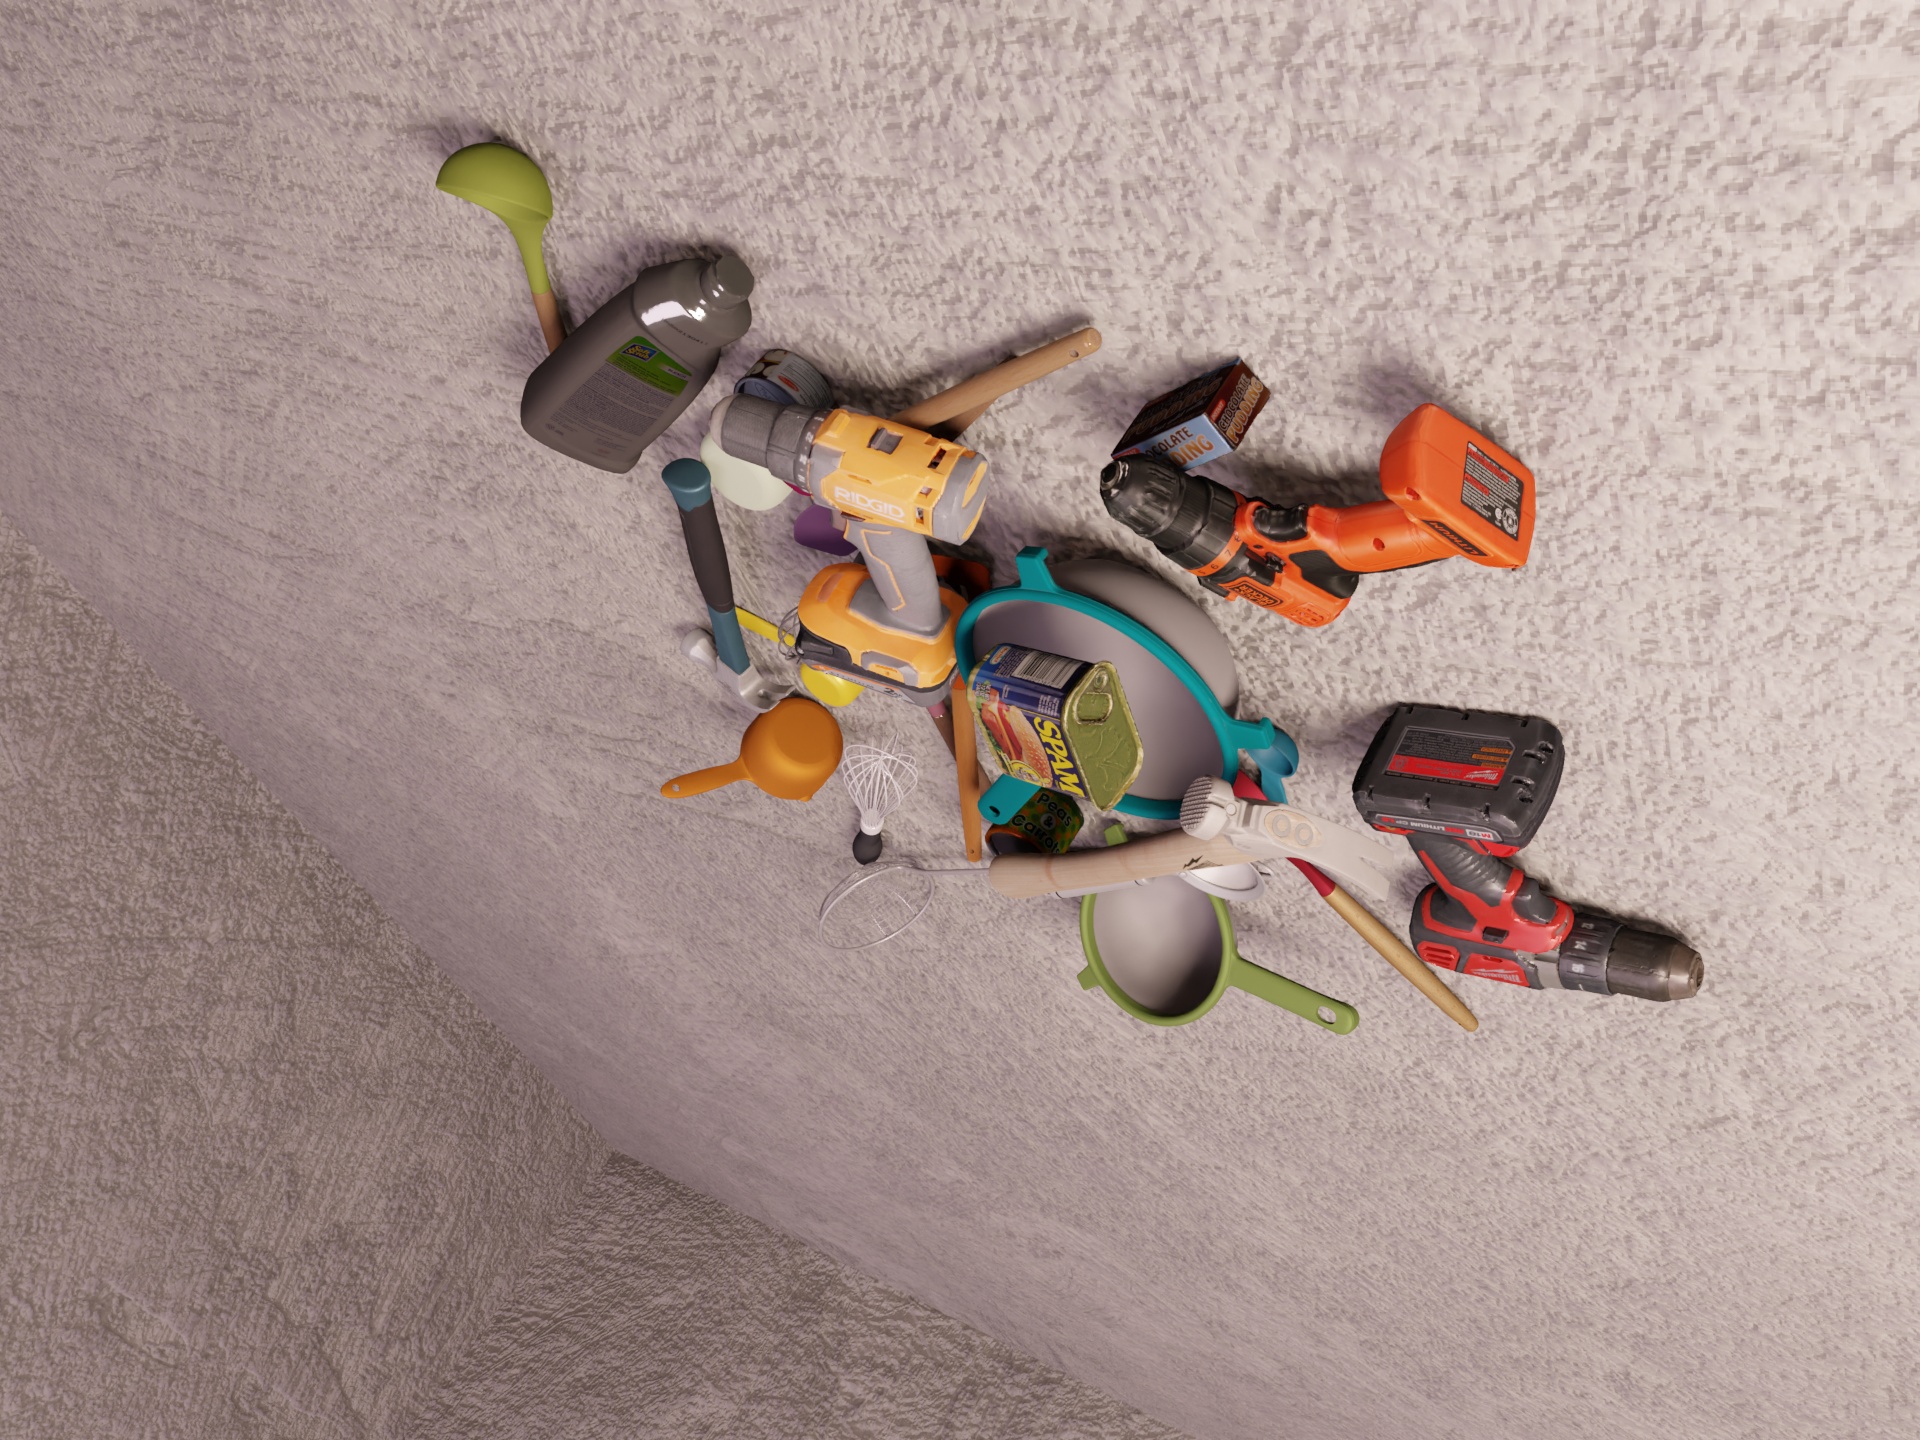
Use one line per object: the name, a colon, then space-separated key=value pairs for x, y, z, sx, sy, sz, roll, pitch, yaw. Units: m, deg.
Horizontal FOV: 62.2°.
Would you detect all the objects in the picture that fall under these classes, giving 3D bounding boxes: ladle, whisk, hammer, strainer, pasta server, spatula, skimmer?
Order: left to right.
ladle: x=-0.311 y=-0.293 z=1.180 sx=0.078 sy=0.062 sz=0.319 roll=16 pitch=150 yaw=11
hammer: x=-0.202 y=-0.107 z=1.309 sx=0.128 sy=0.033 sz=0.330 roll=39 pitch=159 yaw=18
whisk: x=-0.090 y=-0.100 z=1.242 sx=0.055 sy=0.055 sz=0.239 roll=39 pitch=146 yaw=-6
whisk: x=-0.080 y=0.084 z=1.493 sx=0.070 sy=0.070 sz=0.284 roll=32 pitch=157 yaw=8
spatula: x=-0.041 y=-0.174 z=1.095 sx=0.059 sy=0.018 sz=0.316 roll=15 pitch=158 yaw=-24
pasta server: x=-0.008 y=0.016 z=1.328 sx=0.060 sy=0.040 sz=0.315 roll=-15 pitch=132 yaw=16
spatula: x=-0.002 y=-0.004 z=1.247 sx=0.081 sy=0.041 sz=0.322 roll=10 pitch=130 yaw=18
skimmer: x=0.002 y=0.173 z=1.497 sx=0.127 sy=0.090 sz=0.363 roll=5 pitch=170 yaw=-41
strainer: x=0.090 y=-0.013 z=1.121 sx=0.211 sy=0.095 sz=0.340 roll=37 pitch=153 yaw=0
hammer: x=0.133 y=0.104 z=1.144 sx=0.146 sy=0.038 sz=0.410 roll=21 pitch=163 yaw=-18
strainer: x=0.151 y=0.117 z=1.251 sx=0.086 sy=0.050 sz=0.258 roll=45 pitch=144 yaw=-23
strainer: x=0.214 y=0.186 z=1.277 sx=0.256 sy=0.069 sz=0.151 roll=21 pitch=110 yaw=37
ladle: x=0.291 y=0.140 z=1.192 sx=0.315 sy=0.031 sz=0.069 roll=42 pitch=172 yaw=-20

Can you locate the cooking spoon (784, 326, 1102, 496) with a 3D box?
cooking spoon: x=-0.027 y=-0.193 z=1.013 sx=0.068 sy=0.017 sz=0.319 roll=42 pitch=148 yaw=-27

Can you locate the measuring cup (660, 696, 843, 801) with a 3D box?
measuring cup: x=-0.183 y=0.033 z=1.414 sx=0.052 sy=0.173 sz=0.095 roll=-43 pitch=69 yaw=52

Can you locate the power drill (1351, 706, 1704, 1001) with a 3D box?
power drill: x=0.362 y=0.099 z=1.016 sx=0.188 sy=0.080 sz=0.226 roll=8 pitch=144 yaw=41

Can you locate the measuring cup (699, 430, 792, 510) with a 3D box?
measuring cup: x=-0.124 y=-0.184 z=1.154 sx=0.168 sy=0.038 sz=0.083 roll=11 pitch=143 yaw=39

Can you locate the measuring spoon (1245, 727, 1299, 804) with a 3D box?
measuring spoon: x=0.229 y=0.040 z=1.138 sx=0.042 sy=0.021 sz=0.128 roll=30 pitch=161 yaw=28

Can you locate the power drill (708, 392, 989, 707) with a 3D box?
power drill: x=-0.075 y=-0.121 z=1.076 sx=0.185 sy=0.084 sz=0.226 roll=20 pitch=147 yaw=13

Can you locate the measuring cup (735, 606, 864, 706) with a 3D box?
measuring cup: x=-0.154 y=-0.059 z=1.382 sx=0.156 sy=0.029 sz=0.062 roll=27 pitch=150 yaw=12
